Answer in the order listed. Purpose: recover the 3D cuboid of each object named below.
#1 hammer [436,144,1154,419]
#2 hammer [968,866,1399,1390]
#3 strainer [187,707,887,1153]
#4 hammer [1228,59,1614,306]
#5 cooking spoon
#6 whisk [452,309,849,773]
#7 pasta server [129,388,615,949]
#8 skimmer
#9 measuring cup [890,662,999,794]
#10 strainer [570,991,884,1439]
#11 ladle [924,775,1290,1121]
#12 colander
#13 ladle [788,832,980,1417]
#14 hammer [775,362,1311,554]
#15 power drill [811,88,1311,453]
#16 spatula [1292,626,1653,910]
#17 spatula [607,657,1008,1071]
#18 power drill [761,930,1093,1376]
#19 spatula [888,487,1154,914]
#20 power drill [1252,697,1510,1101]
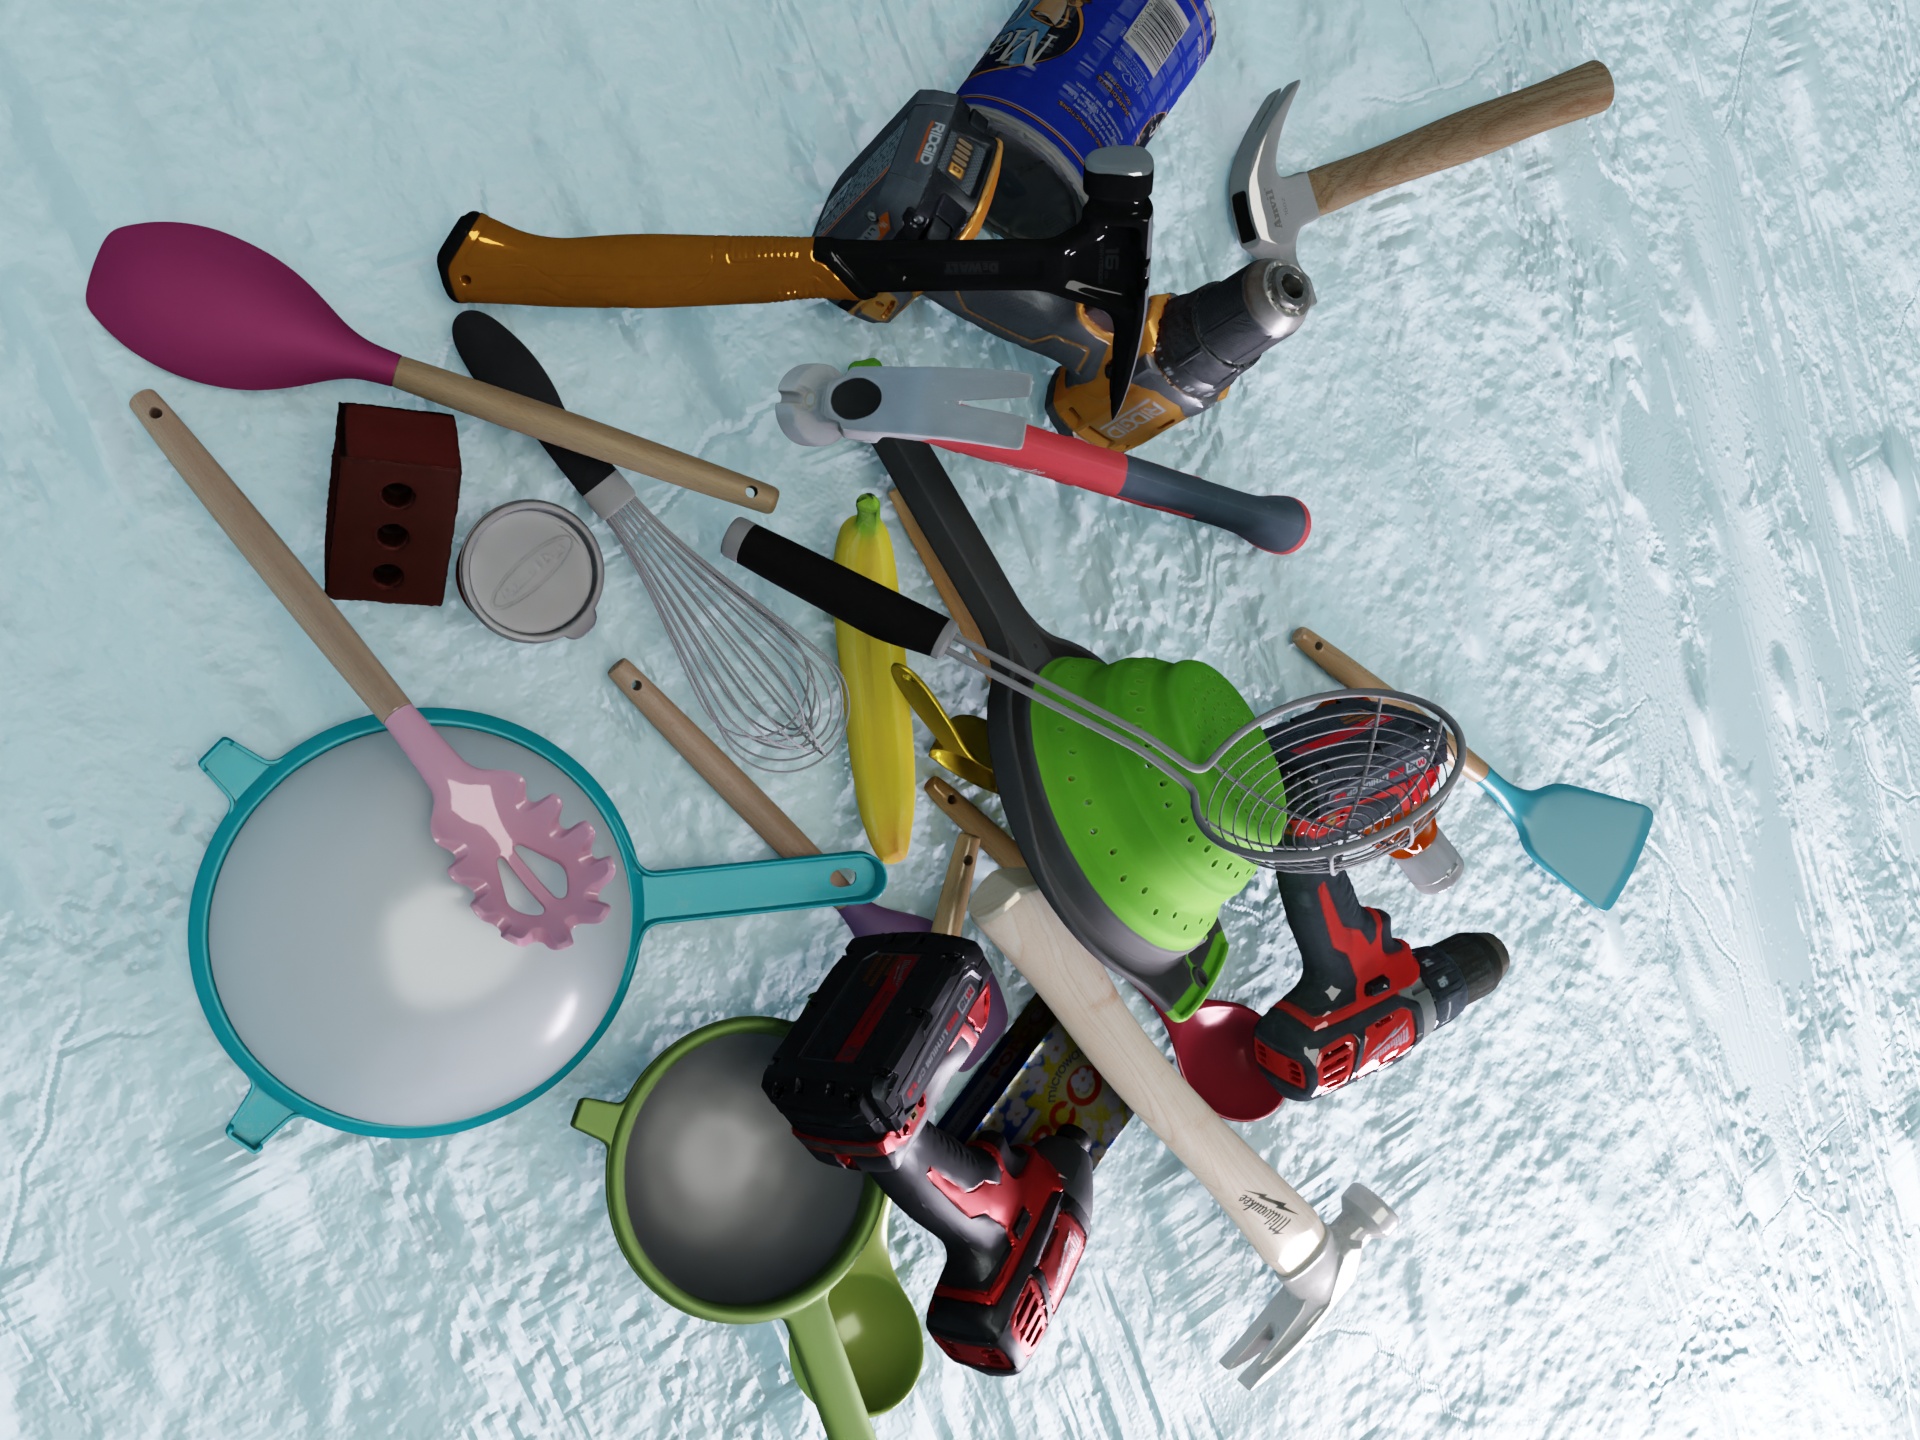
[{"bbox_3d":[-0.079,-0.209,0.759,0.337,0.034,0.127,1,131,2],"label":"hammer"},{"bbox_3d":[0.120,0.236,0.924,0.146,0.038,0.410,-46,120,-12],"label":"hammer"},{"bbox_3d":[-0.184,0.097,0.763,0.340,0.095,0.211,-4,95,-23],"label":"strainer"},{"bbox_3d":[0.307,-0.375,1.035,0.331,0.031,0.130,-27,105,-24],"label":"hammer"},{"bbox_3d":[-0.237,-0.155,0.743,0.318,0.017,0.069,18,87,-15],"label":"cooking spoon"},{"bbox_3d":[-0.155,-0.089,0.803,0.070,0.070,0.284,-43,106,-19],"label":"whisk"},{"bbox_3d":[-0.263,-0.026,0.695,0.060,0.040,0.316,-38,86,-23],"label":"pasta server"},{"bbox_3d":[0.054,-0.032,0.759,0.363,0.090,0.127,27,45,6],"label":"skimmer"},{"bbox_3d":[-0.001,-0.003,0.850,0.029,0.062,0.156,-62,152,-16],"label":"measuring cup"},{"bbox_3d":[-0.100,0.279,0.826,0.151,0.069,0.256,-21,91,-31],"label":"strainer"},{"bbox_3d":[0.089,0.137,0.955,0.315,0.031,0.069,44,71,-21],"label":"ladle"},{"bbox_3d":[0.070,-0.037,0.857,0.397,0.094,0.204,60,29,-4],"label":"colander"},{"bbox_3d":[-0.028,0.220,0.873,0.078,0.062,0.320,15,88,-23],"label":"ladle"},{"bbox_3d":[0.092,-0.129,0.835,0.386,0.143,0.038,5,95,-49],"label":"hammer"},{"bbox_3d":[0.053,-0.229,0.827,0.226,0.185,0.084,27,68,-23],"label":"power drill"},{"bbox_3d":[0.341,0.022,1.068,0.317,0.044,0.082,32,82,-24],"label":"spatula"},{"bbox_3d":[-0.078,0.080,0.870,0.060,0.018,0.315,-48,113,-14],"label":"spatula"},{"bbox_3d":[0.002,0.219,0.825,0.143,0.078,0.219,-55,127,-40],"label":"power drill"},{"bbox_3d":[0.051,0.003,0.917,0.322,0.041,0.081,60,26,-14],"label":"spatula"},{"bbox_3d":[0.255,0.104,0.972,0.188,0.080,0.226,-19,110,-25],"label":"power drill"}]
